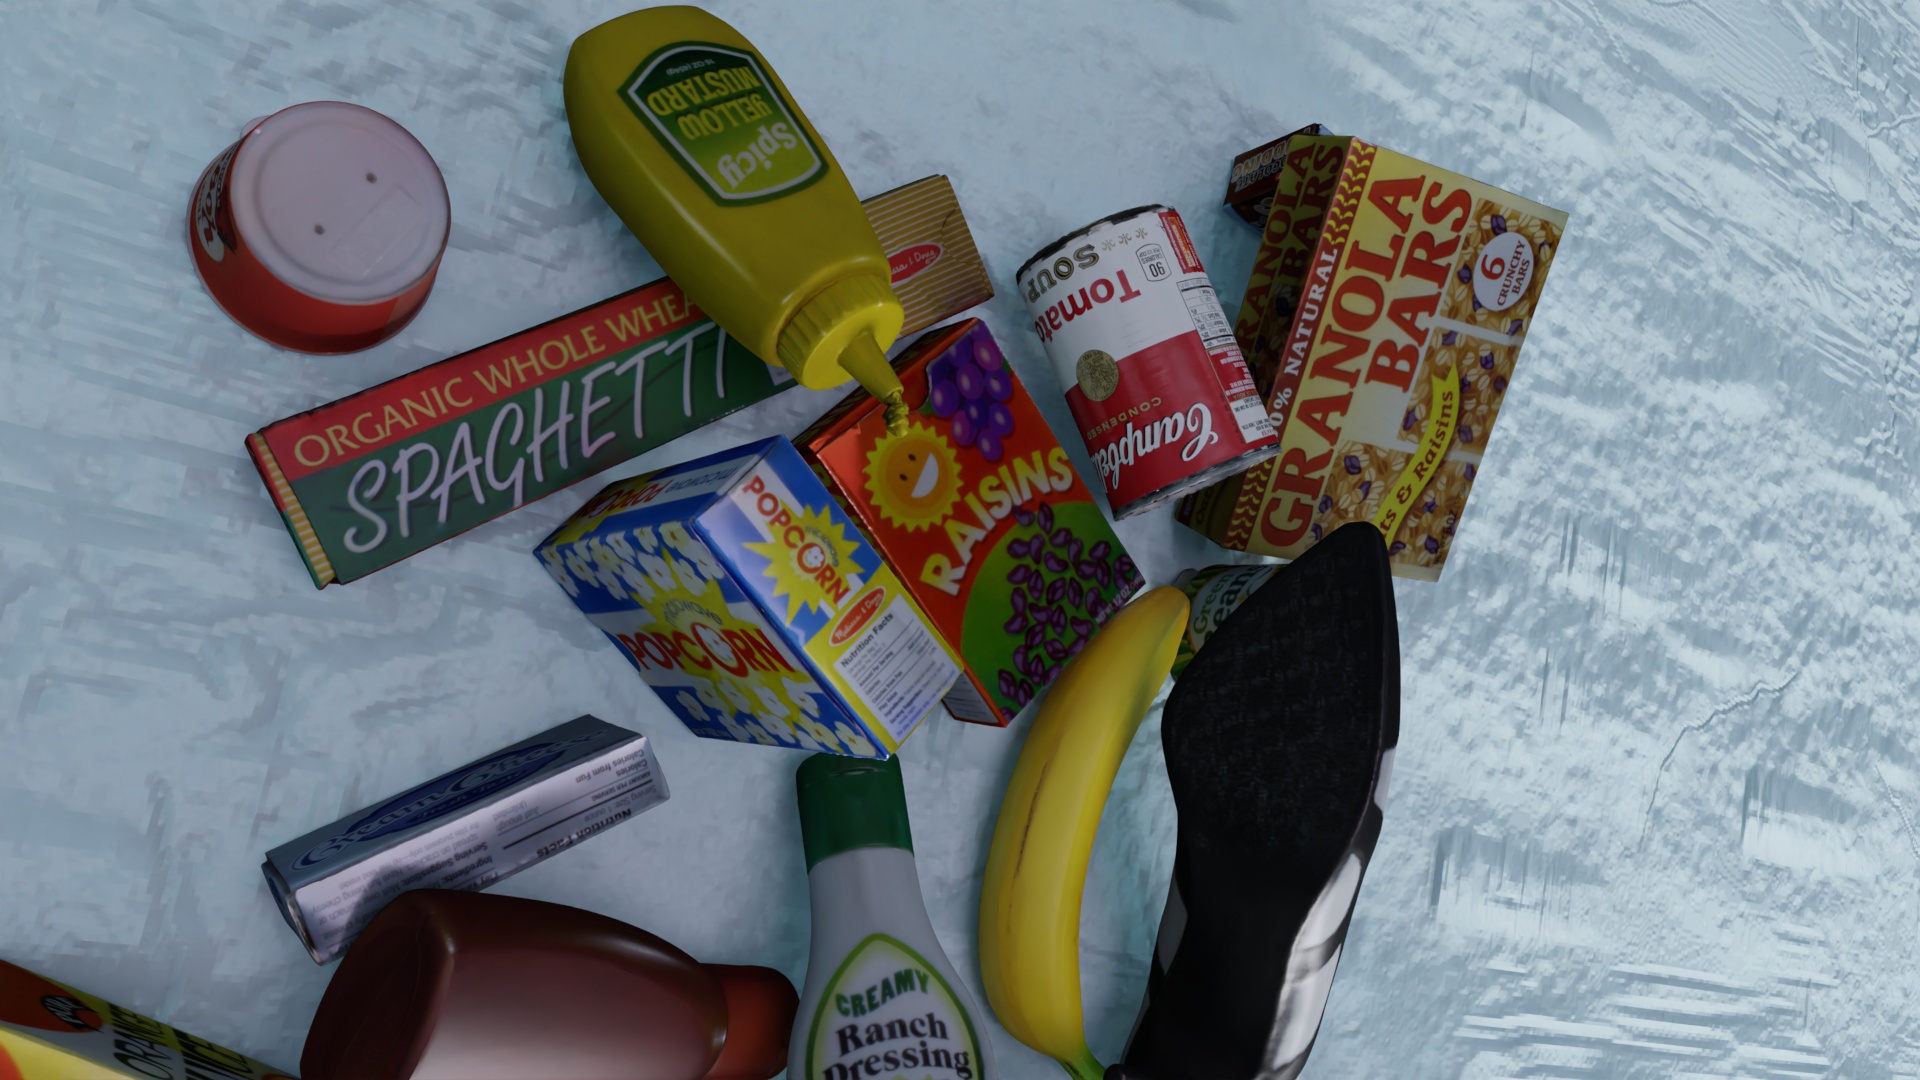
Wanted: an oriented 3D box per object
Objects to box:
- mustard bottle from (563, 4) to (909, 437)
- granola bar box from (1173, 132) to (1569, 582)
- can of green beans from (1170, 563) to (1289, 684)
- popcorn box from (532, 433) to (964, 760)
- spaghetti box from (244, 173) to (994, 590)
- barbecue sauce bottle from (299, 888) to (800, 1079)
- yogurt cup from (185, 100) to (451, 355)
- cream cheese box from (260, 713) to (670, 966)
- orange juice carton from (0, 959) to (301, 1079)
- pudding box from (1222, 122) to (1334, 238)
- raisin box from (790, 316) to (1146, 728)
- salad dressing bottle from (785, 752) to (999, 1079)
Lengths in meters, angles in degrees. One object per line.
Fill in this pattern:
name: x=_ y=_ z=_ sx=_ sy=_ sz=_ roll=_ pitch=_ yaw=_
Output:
mustard bottle: x=-0.060 y=-0.096 z=0.427 sx=0.065 sy=0.048 sz=0.160 roll=-30 pitch=72 yaw=-28
granola bar box: x=0.170 y=-0.072 z=0.580 sx=0.124 sy=0.039 sz=0.165 roll=8 pitch=105 yaw=-28
can of green beans: x=0.128 y=0.042 z=0.571 sx=0.071 sy=0.057 sz=0.071 roll=2 pitch=86 yaw=-32
popcorn box: x=-0.067 y=0.019 z=0.410 sx=0.038 sy=0.126 sz=0.085 roll=-48 pitch=112 yaw=-28
spaghetti box: x=-0.097 y=-0.059 z=0.452 sx=0.251 sy=0.028 sz=0.050 roll=-29 pitch=103 yaw=-30
barbecue sauce bottle: x=-0.105 y=0.138 z=0.400 sx=0.148 sy=0.044 sz=0.065 roll=28 pitch=93 yaw=-52
yogurt cup: x=-0.177 y=-0.089 z=0.389 sx=0.072 sy=0.054 sz=0.072 roll=1 pitch=88 yaw=-32
cream cheese box: x=-0.142 y=0.083 z=0.402 sx=0.104 sy=0.053 sz=0.024 roll=-23 pitch=101 yaw=-31
orange juice carton: x=-0.215 y=0.160 z=0.341 sx=0.192 sy=0.071 sz=0.073 roll=37 pitch=69 yaw=-26
pudding box: x=0.162 y=-0.143 z=0.608 sx=0.083 sy=0.049 sz=0.030 roll=28 pitch=72 yaw=-29
raisin box: x=0.002 y=-0.006 z=0.506 sx=0.086 sy=0.040 sz=0.123 roll=-42 pitch=108 yaw=-26
salad dressing bottle: x=-0.027 y=0.138 z=0.441 sx=0.064 sy=0.043 sz=0.148 roll=-6 pitch=57 yaw=-11
